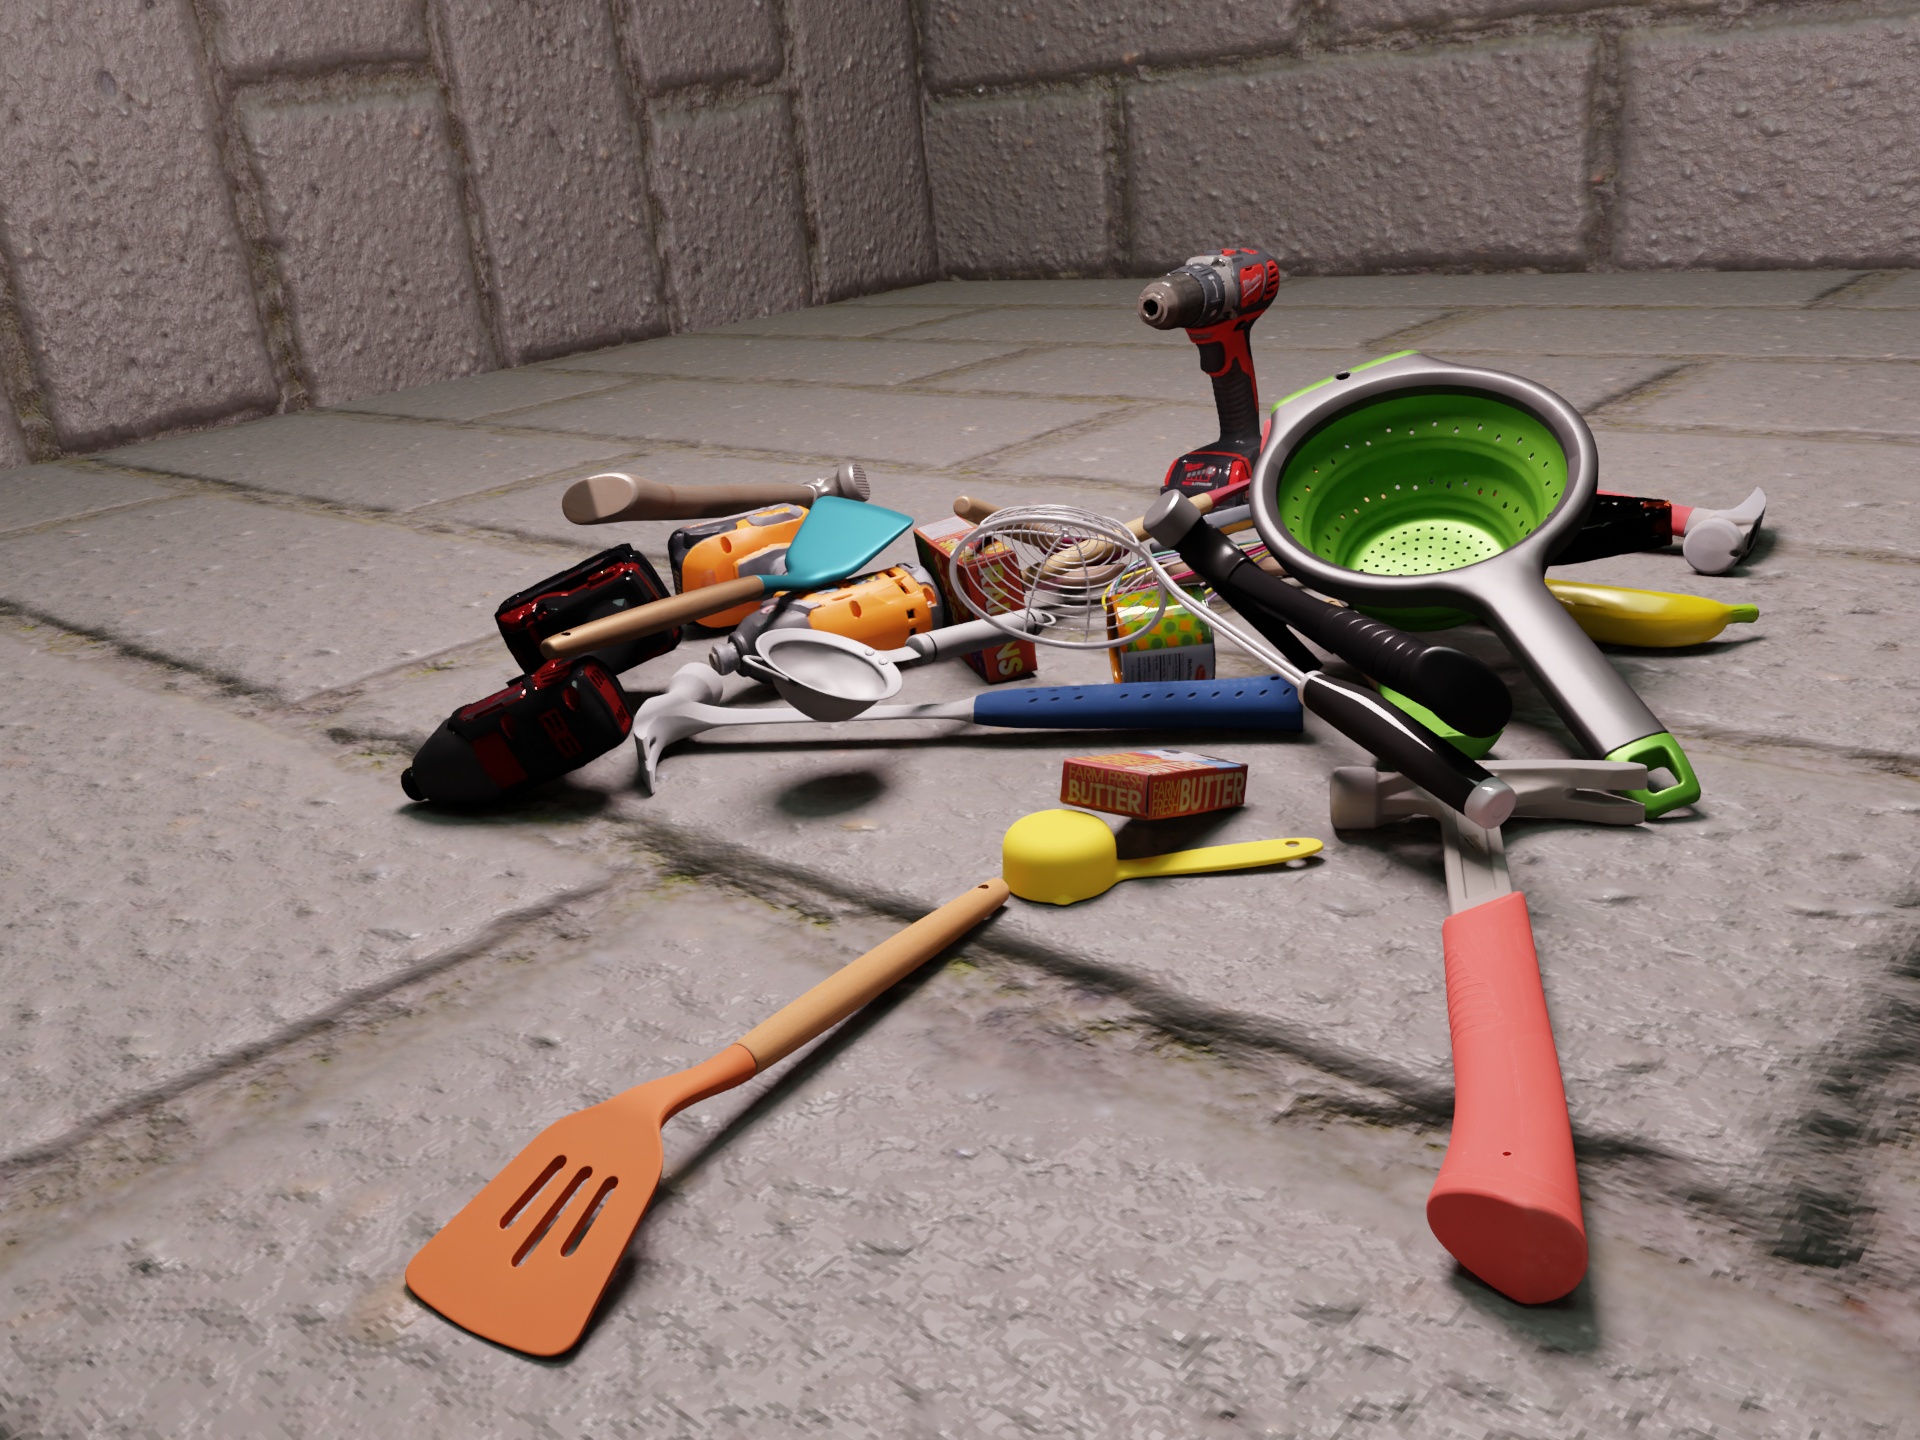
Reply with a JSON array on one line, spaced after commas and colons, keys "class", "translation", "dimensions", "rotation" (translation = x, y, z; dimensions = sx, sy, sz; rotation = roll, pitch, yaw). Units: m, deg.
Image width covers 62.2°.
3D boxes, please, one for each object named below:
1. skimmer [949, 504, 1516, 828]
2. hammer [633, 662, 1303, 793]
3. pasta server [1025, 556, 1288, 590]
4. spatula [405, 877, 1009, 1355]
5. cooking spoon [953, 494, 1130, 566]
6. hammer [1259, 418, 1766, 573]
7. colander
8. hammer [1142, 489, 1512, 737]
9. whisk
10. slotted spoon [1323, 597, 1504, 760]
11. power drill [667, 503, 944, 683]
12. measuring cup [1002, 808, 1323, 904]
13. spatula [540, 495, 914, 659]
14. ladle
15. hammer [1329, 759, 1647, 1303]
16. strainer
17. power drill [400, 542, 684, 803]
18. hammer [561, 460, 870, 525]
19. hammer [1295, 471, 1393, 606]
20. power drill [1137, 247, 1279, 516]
[{"class": "skimmer", "translation": [0.125, -0.021, 0.832], "dimensions": [0.090, 0.127, 0.364], "rotation": [-46, 43, -2]}, {"class": "hammer", "translation": [-0.002, -0.003, 0.954], "dimensions": [0.405, 0.035, 0.144], "rotation": [-2, 21, 11]}, {"class": "pasta server", "translation": [0.102, -0.101, 1.205], "dimensions": [0.316, 0.040, 0.060], "rotation": [-4, 20, -7]}, {"class": "spatula", "translation": [-0.071, 0.133, 0.634], "dimensions": [0.081, 0.041, 0.322], "rotation": [9, 21, 33]}, {"class": "cooking spoon", "translation": [0.059, -0.133, 1.159], "dimensions": [0.069, 0.017, 0.318], "rotation": [-5, -3, 21]}, {"class": "hammer", "translation": [0.423, -0.190, 1.258], "dimensions": [0.386, 0.038, 0.143], "rotation": [18, 29, 30]}, {"class": "colander", "translation": [0.309, -0.068, 0.937], "dimensions": [0.204, 0.094, 0.398], "rotation": [-22, 45, 2]}, {"class": "hammer", "translation": [0.201, -0.048, 0.853], "dimensions": [0.035, 0.146, 0.335], "rotation": [-49, 17, 5]}, {"class": "whisk", "translation": [0.210, -0.126, 1.167], "dimensions": [0.245, 0.051, 0.047], "rotation": [-23, 17, -18]}, {"class": "slotted spoon", "translation": [0.257, -0.029, 0.969], "dimensions": [0.070, 0.031, 0.314], "rotation": [-5, 19, 2]}, {"class": "power drill", "translation": [-0.134, -0.088, 1.155], "dimensions": [0.164, 0.084, 0.227], "rotation": [-18, 27, -25]}, {"class": "measuring cup", "translation": [0.097, 0.058, 0.771], "dimensions": [0.156, 0.029, 0.062], "rotation": [-6, 21, 3]}, {"class": "spatula", "translation": [-0.147, -0.091, 1.008], "dimensions": [0.082, 0.044, 0.317], "rotation": [18, 25, 27]}, {"class": "ladle", "translation": [0.168, -0.159, 1.209], "dimensions": [0.315, 0.031, 0.069], "rotation": [-25, -4, -24]}, {"class": "hammer", "translation": [0.221, 0.096, 0.633], "dimensions": [0.149, 0.036, 0.359], "rotation": [0, 21, 14]}, {"class": "strainer", "translation": [-0.029, -0.038, 0.949], "dimensions": [0.258, 0.050, 0.087], "rotation": [-17, 41, -43]}, {"class": "power drill", "translation": [-0.260, -0.022, 1.000], "dimensions": [0.143, 0.078, 0.220], "rotation": [-23, 23, 13]}, {"class": "hammer", "translation": [-0.208, -0.172, 1.279], "dimensions": [0.146, 0.038, 0.410], "rotation": [-17, 2, 18]}, {"class": "hammer", "translation": [0.328, -0.157, 1.276], "dimensions": [0.127, 0.034, 0.337], "rotation": [-6, 21, 1]}, {"class": "power drill", "translation": [0.217, -0.291, 1.384], "dimensions": [0.080, 0.226, 0.188], "rotation": [10, 25, 36]}]
